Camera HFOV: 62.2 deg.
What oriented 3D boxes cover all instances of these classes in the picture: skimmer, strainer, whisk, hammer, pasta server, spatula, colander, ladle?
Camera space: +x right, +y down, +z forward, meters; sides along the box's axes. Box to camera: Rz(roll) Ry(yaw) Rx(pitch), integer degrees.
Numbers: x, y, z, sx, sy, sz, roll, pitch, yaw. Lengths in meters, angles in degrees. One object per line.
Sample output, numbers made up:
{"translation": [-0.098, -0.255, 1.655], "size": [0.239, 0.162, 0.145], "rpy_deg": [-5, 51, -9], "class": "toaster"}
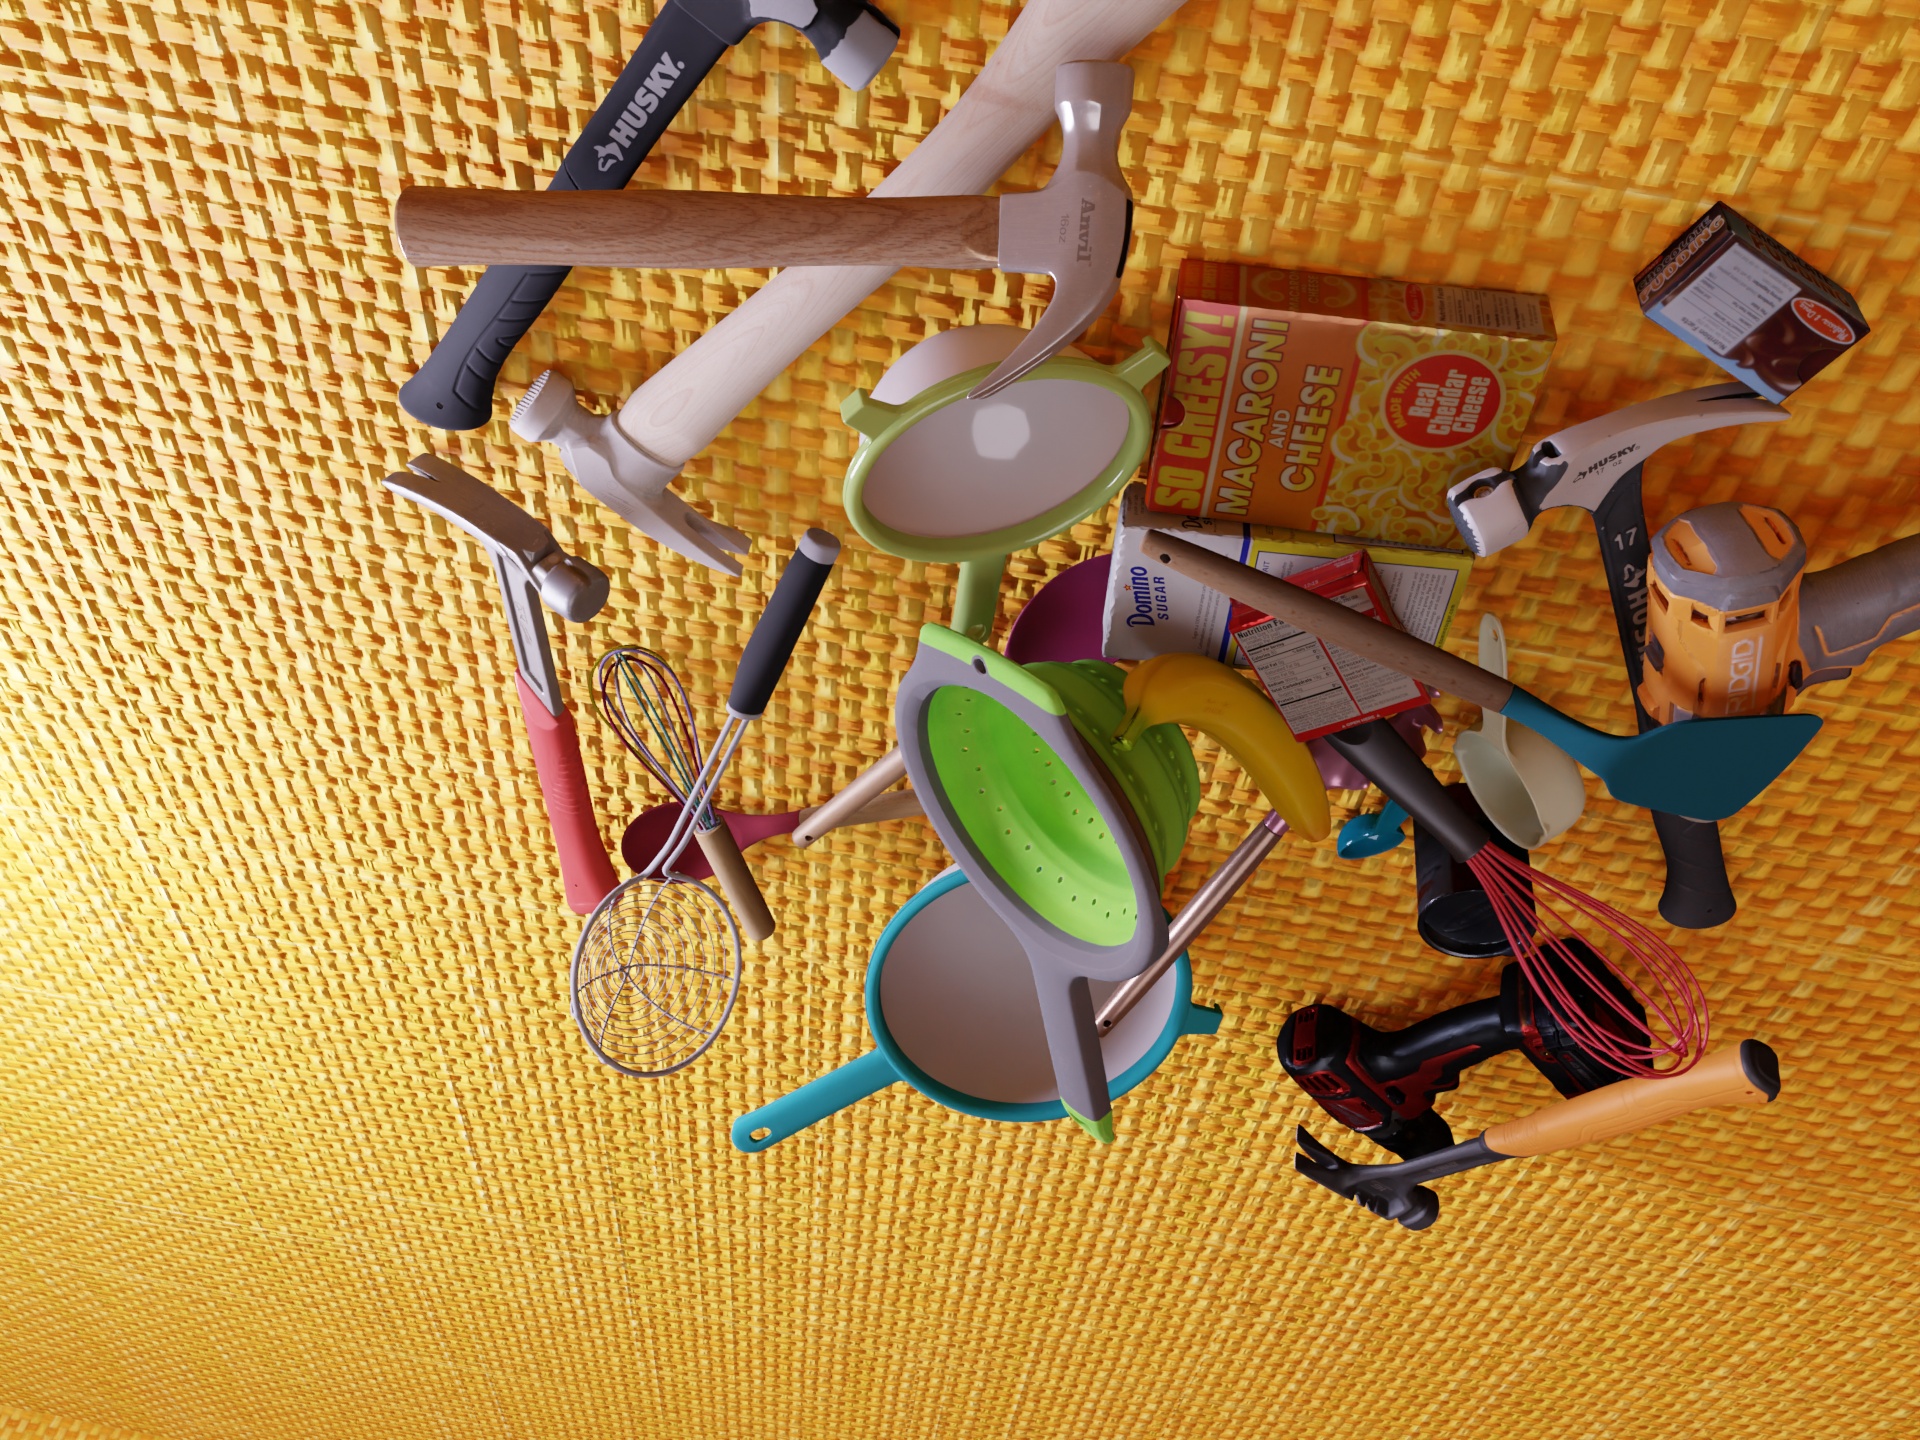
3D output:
{"translation": [-0.136, 0.058, 0.944], "size": [0.127, 0.090, 0.363], "rpy_deg": [-3, 131, -45], "class": "skimmer"}
{"translation": [0.007, -0.121, 0.811], "size": [0.151, 0.069, 0.256], "rpy_deg": [-13, 157, -10], "class": "strainer"}
{"translation": [0.292, 0.082, 0.861], "size": [0.296, 0.073, 0.073], "rpy_deg": [45, 132, 0], "class": "whisk"}
{"translation": [-0.092, -0.206, 0.677], "size": [0.331, 0.031, 0.130], "rpy_deg": [5, 102, 16], "class": "hammer"}
{"translation": [0.374, -0.009, 0.843], "size": [0.149, 0.036, 0.408], "rpy_deg": [-27, 132, 9], "class": "hammer"}
{"translation": [0.374, 0.267, 1.044], "size": [0.127, 0.034, 0.337], "rpy_deg": [30, 140, -19], "class": "hammer"}
{"translation": [-0.182, -0.244, 0.735], "size": [0.146, 0.035, 0.334], "rpy_deg": [33, 134, -23], "class": "hammer"}
{"translation": [-0.044, -0.208, 0.741], "size": [0.146, 0.038, 0.410], "rpy_deg": [36, 132, -26], "class": "hammer"}
{"translation": [-0.011, 0.188, 1.072], "size": [0.340, 0.095, 0.210], "rpy_deg": [-30, 115, 15], "class": "strainer"}
{"translation": [-0.173, 0.051, 1.016], "size": [0.051, 0.047, 0.244], "rpy_deg": [23, 143, 46], "class": "whisk"}
{"translation": [0.169, 0.086, 0.945], "size": [0.060, 0.040, 0.316], "rpy_deg": [33, 115, -6], "class": "pasta server"}
{"translation": [0.234, -0.027, 0.750], "size": [0.317, 0.044, 0.082], "rpy_deg": [25, 141, 6], "class": "spatula"}
{"translation": [0.077, 0.097, 0.922], "size": [0.205, 0.094, 0.396], "rpy_deg": [31, 145, 42], "class": "colander"}
{"translation": [-0.259, 0.003, 0.981], "size": [0.149, 0.037, 0.358], "rpy_deg": [32, 146, 21], "class": "hammer"}
{"translation": [-0.081, 0.062, 1.045], "size": [0.315, 0.031, 0.069], "rpy_deg": [-10, 126, 20], "class": "ladle"}

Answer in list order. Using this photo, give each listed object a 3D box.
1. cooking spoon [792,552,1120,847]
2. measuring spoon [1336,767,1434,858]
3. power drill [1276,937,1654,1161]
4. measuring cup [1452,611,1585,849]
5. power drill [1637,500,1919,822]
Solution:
{"translation": [-0.002, -0.003, 0.948], "size": [0.068, 0.017, 0.319], "rpy_deg": [33, 128, -26], "class": "cooking spoon"}
{"translation": [0.252, 0.049, 0.939], "size": [0.042, 0.021, 0.128], "rpy_deg": [-9, 154, -8], "class": "measuring spoon"}
{"translation": [0.359, 0.247, 1.109], "size": [0.226, 0.080, 0.187], "rpy_deg": [-24, 126, 36], "class": "power drill"}
{"translation": [0.303, -0.001, 0.857], "size": [0.038, 0.083, 0.167], "rpy_deg": [-27, 132, -7], "class": "measuring cup"}
{"translation": [0.438, -0.036, 0.753], "size": [0.226, 0.084, 0.185], "rpy_deg": [-13, 133, 7], "class": "power drill"}
